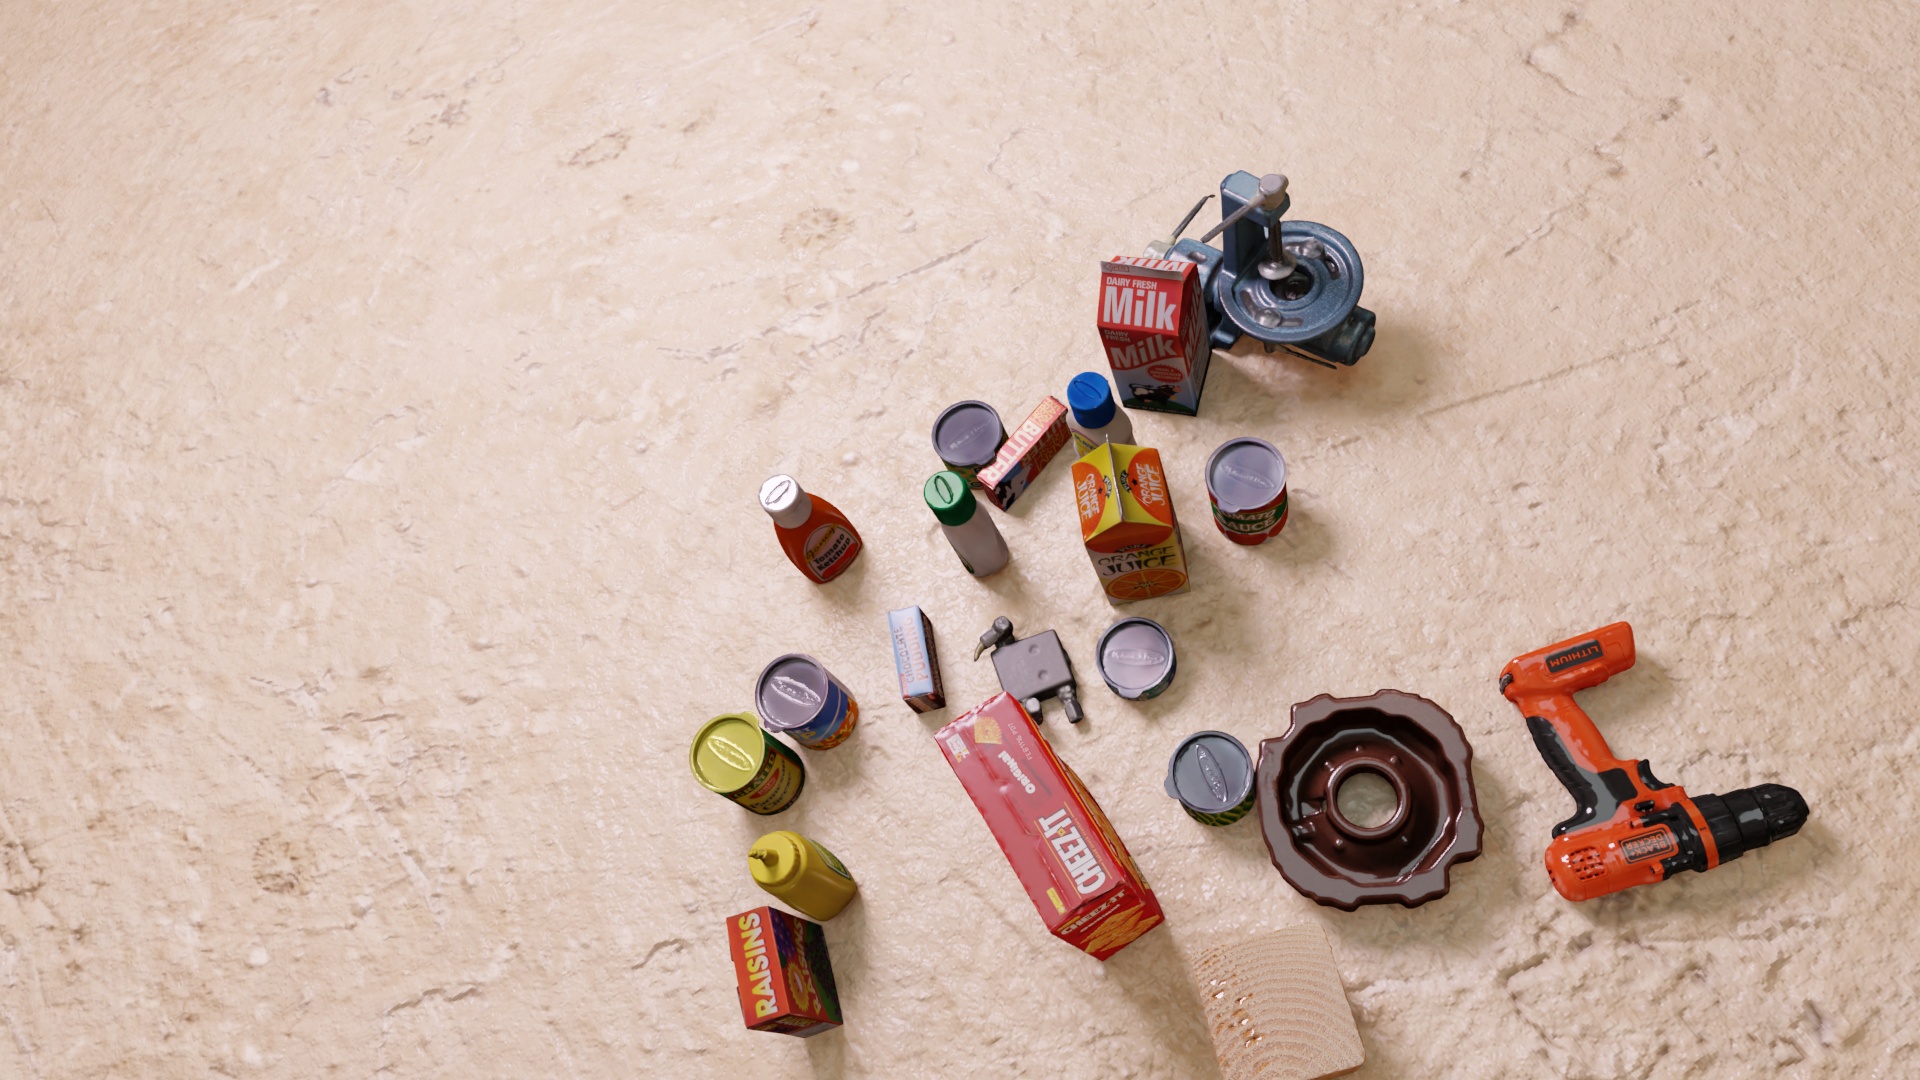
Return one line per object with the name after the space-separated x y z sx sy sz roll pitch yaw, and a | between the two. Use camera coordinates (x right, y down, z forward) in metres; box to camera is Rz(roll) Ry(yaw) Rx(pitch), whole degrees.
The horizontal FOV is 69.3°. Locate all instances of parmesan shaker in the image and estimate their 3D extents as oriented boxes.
-0.177 0.190 1.181 0.071 0.102 0.071 -5 67 13 | parmesan shaker

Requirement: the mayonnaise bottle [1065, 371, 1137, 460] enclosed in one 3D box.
0.121 -0.096 1.200 0.065 0.147 0.041 36 81 25 | mayonnaise bottle

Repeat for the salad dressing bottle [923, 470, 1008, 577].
0.004 -0.015 1.196 0.044 0.147 0.064 -28 64 3 | salad dressing bottle

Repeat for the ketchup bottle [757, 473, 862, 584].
-0.137 -0.013 1.232 0.065 0.148 0.043 -45 64 -6 | ketchup bottle

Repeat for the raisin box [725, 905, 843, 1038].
-0.138 0.341 1.095 0.040 0.123 0.086 -20 64 6 | raisin box

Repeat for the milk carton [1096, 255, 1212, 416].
0.168 -0.185 1.202 0.072 0.190 0.073 10 71 19 | milk carton

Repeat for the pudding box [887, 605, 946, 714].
-0.038 0.104 1.212 0.030 0.049 0.084 -15 65 9 | pudding box

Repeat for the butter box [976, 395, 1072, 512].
0.060 -0.079 1.262 0.024 0.053 0.103 37 81 25 | butter box

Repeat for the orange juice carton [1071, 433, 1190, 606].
0.139 -0.016 1.136 0.073 0.192 0.072 -11 66 10 | orange juice carton

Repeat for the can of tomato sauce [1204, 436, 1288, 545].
0.244 -0.039 1.179 0.071 0.083 0.071 -5 67 13 | can of tomato sauce

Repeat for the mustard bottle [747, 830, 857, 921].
-0.132 0.262 1.107 0.065 0.159 0.049 40 83 25 | mustard bottle

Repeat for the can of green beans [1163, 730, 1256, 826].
0.202 0.190 1.107 0.071 0.057 0.071 -5 66 13 | can of green beans

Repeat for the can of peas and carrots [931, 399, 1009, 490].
0.014 -0.085 1.273 0.071 0.058 0.071 -5 66 13 | can of peas and carrots

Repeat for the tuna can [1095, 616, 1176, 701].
0.148 0.103 1.172 0.071 0.032 0.071 -5 66 13 | tuna can

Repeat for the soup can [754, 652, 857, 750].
-0.133 0.143 1.201 0.071 0.083 0.071 -5 67 13 | soup can
